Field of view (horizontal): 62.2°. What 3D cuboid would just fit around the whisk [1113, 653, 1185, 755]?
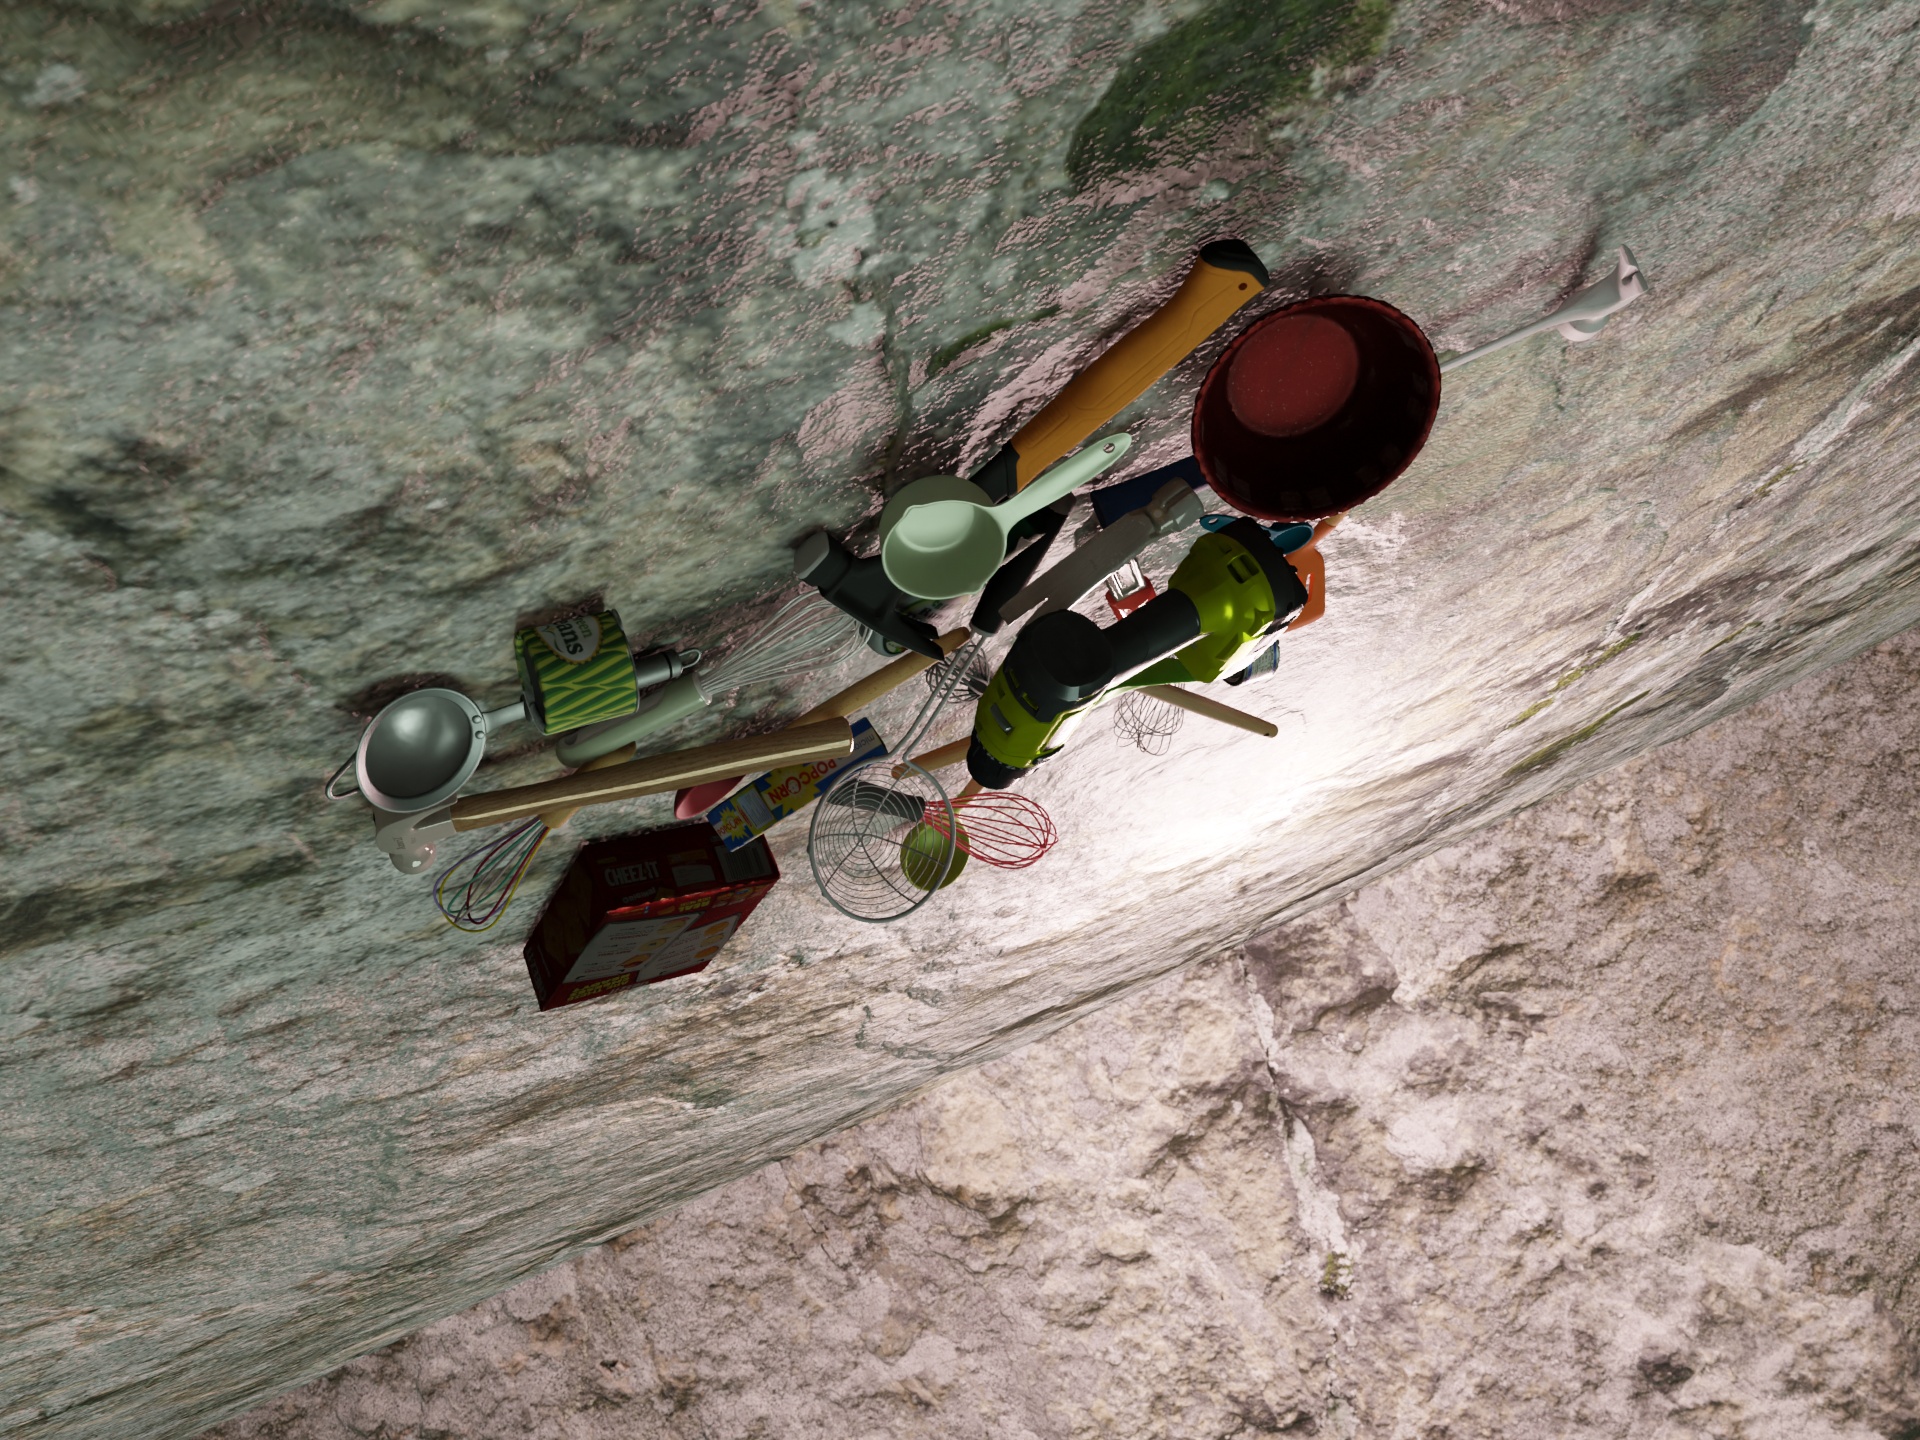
[{"bbox_3d":[0.193,-0.052,1.431,0.070,0.070,0.284,-18,153,-20],"label":"whisk"}]

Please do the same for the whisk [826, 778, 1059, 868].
[{"bbox_3d":[-0.024,0.084,1.442,0.295,0.073,0.073,17,136,-38],"label":"whisk"}]

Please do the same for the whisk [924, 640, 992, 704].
[{"bbox_3d":[0.020,-0.029,1.305,0.055,0.055,0.238,-30,164,12],"label":"whisk"}]

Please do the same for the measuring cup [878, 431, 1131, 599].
[{"bbox_3d":[0.025,-0.136,0.956,0.167,0.038,0.083,-30,133,13],"label":"measuring cup"}]

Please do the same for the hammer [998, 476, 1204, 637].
[{"bbox_3d":[0.123,-0.085,1.203,0.149,0.037,0.359,-37,168,5],"label":"hammer"}]

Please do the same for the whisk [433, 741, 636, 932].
[{"bbox_3d":[-0.317,0.087,1.195,0.245,0.047,0.051,-41,154,27],"label":"whisk"}]

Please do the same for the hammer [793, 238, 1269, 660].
[{"bbox_3d":[0.054,-0.166,0.982,0.337,0.034,0.127,-39,132,24],"label":"hammer"}]

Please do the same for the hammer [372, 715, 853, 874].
[{"bbox_3d":[-0.237,0.042,1.107,0.331,0.031,0.130,-12,160,-14],"label":"hammer"}]

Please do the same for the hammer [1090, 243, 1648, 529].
[{"bbox_3d":[0.283,-0.225,1.111,0.405,0.035,0.144,-23,178,1],"label":"hammer"}]

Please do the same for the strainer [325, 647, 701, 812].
[{"bbox_3d":[-0.281,-0.006,1.013,0.258,0.050,0.086,-20,131,-30],"label":"strainer"}]

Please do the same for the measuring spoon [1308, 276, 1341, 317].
[{"bbox_3d":[0.249,-0.258,1.047,0.034,0.018,0.124,-31,159,14],"label":"measuring spoon"}]

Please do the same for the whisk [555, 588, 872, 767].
[{"bbox_3d":[-0.171,-0.026,1.095,0.246,0.058,0.059,-25,124,8],"label":"whisk"}]

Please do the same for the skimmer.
[{"bbox_3d":[-0.002,-0.004,1.161,0.127,0.090,0.363,11,127,-30],"label":"skimmer"}]

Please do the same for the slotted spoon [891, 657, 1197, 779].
[{"bbox_3d":[0.064,0.001,1.345,0.314,0.031,0.070,-21,173,32],"label":"slotted spoon"}]

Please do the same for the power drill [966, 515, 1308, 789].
[{"bbox_3d":[0.108,-0.037,1.083,0.228,0.080,0.190,-27,165,-25],"label":"power drill"}]

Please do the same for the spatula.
[{"bbox_3d":[0.320,-0.172,1.308,0.081,0.041,0.322,-16,157,-21],"label":"spatula"}]

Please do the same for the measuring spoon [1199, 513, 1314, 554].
[{"bbox_3d":[0.235,-0.159,1.285,0.128,0.021,0.042,6,145,-39],"label":"measuring spoon"}]

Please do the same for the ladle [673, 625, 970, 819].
[{"bbox_3d":[-0.110,0.002,1.186,0.315,0.031,0.069,-29,175,34],"label":"ladle"}]

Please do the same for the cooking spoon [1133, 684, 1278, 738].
[{"bbox_3d":[0.172,-0.028,1.400,0.318,0.017,0.068,18,136,-36],"label":"cooking spoon"}]

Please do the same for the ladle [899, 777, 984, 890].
[{"bbox_3d":[0.025,0.065,1.521,0.078,0.062,0.320,-4,149,-32],"label":"ladle"}]
